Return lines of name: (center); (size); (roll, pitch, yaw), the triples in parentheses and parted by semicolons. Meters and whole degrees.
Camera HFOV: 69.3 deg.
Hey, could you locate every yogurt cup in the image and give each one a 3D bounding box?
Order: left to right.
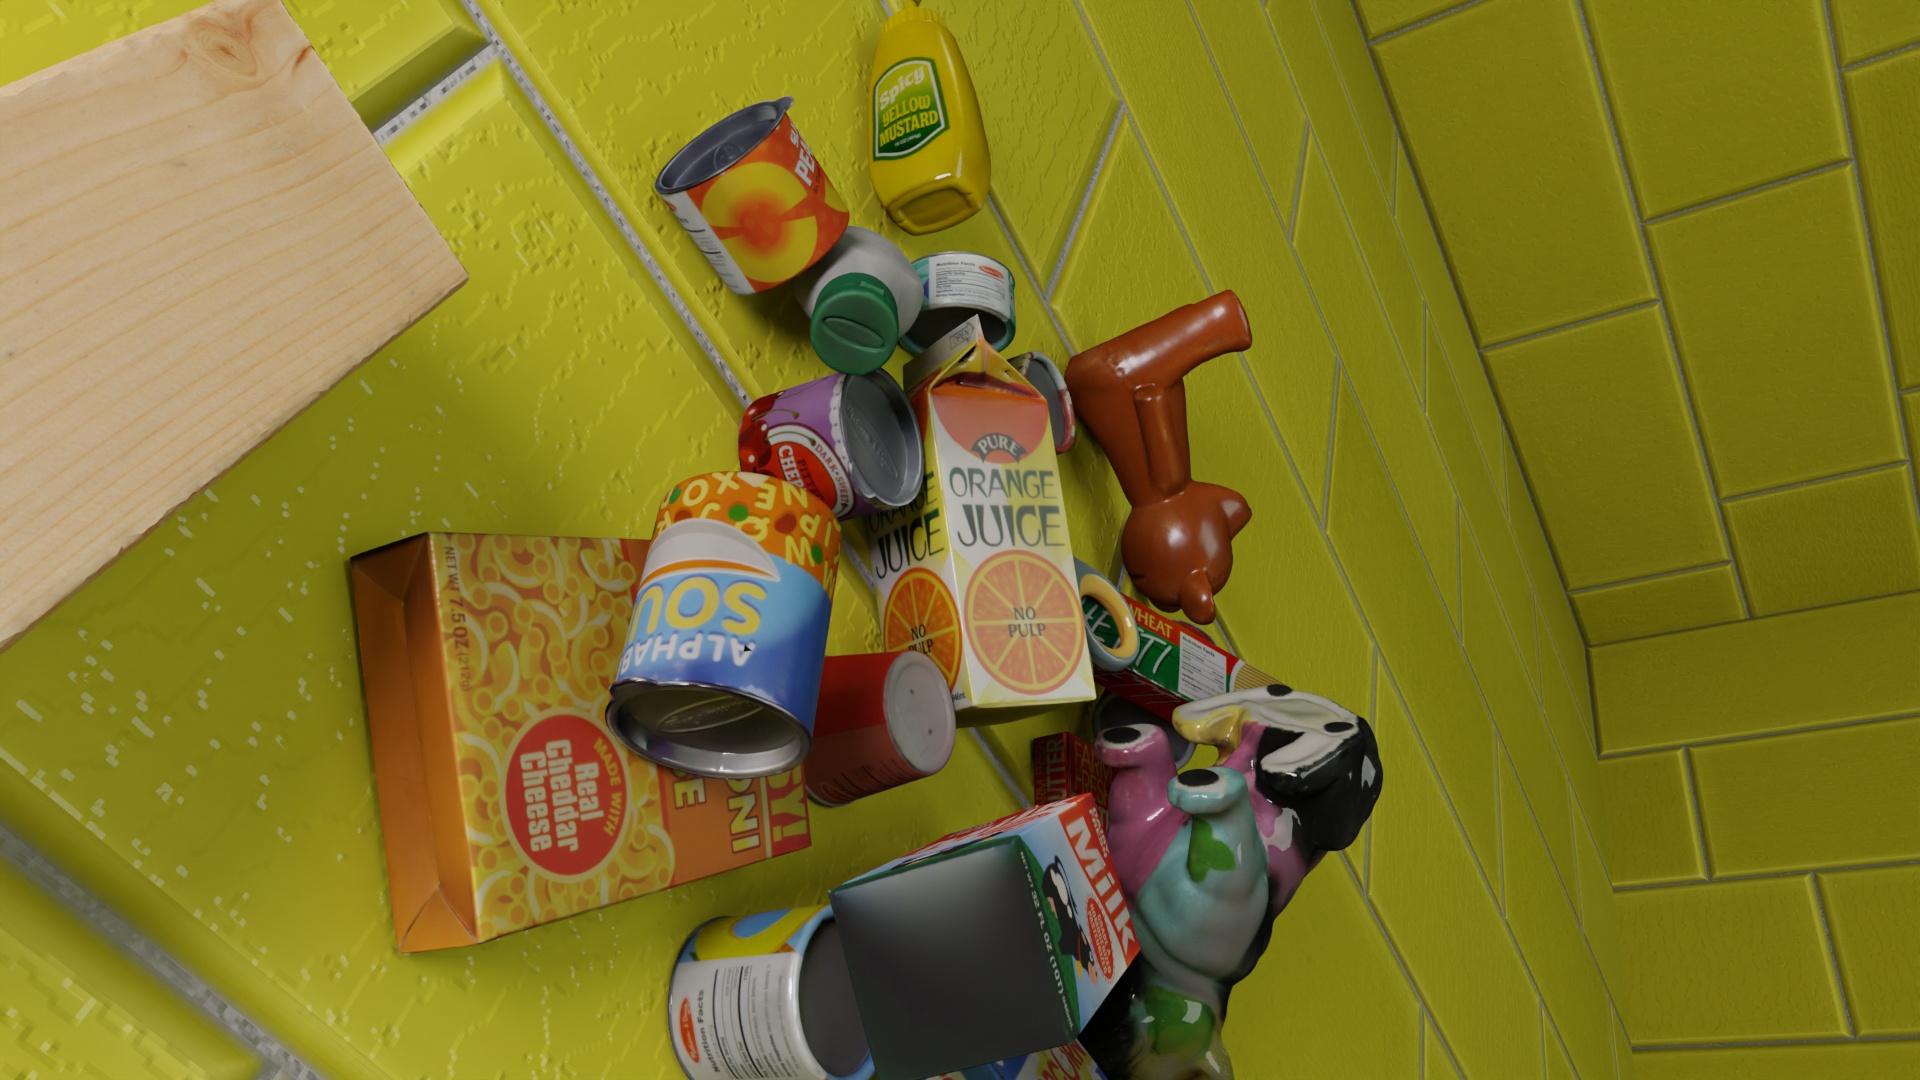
yogurt cup: (-0.038, 0.080, 0.610); (0.072, 0.054, 0.072); (33, 50, -50)

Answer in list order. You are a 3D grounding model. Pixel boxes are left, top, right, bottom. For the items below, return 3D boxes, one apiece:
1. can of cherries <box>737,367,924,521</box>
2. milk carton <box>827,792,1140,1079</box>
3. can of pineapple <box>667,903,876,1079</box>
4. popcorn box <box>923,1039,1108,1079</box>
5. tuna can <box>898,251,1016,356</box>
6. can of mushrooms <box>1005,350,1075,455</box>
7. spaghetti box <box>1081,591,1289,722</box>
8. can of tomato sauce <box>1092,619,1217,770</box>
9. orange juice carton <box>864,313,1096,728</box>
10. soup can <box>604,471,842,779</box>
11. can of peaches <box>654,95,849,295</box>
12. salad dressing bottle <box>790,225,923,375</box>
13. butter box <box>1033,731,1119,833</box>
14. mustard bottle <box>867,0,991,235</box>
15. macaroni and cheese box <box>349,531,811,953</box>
can of cherries: (-0.059, -0.040, 0.626); (0.071, 0.058, 0.072); (34, 50, -52)
milk carton: (0.021, 0.151, 0.563); (0.190, 0.073, 0.072); (16, 56, -73)
can of pineapple: (-0.064, 0.171, 0.518); (0.071, 0.058, 0.071); (35, 48, -50)
popcorn box: (0.028, 0.241, 0.597); (0.085, 0.038, 0.126); (51, 6, 11)
tuna can: (-0.004, -0.125, 0.759); (0.071, 0.071, 0.033); (30, 53, -52)
can of mushrooms: (0.041, -0.078, 0.845); (0.071, 0.033, 0.071); (35, 47, -50)
spaghetti box: (0.096, 0.061, 0.794); (0.250, 0.028, 0.050); (29, 49, -26)
can of tomato sauce: (0.124, 0.097, 0.877); (0.071, 0.071, 0.083); (65, 31, -17)
orange juice carton: (0.002, -0.009, 0.680); (0.073, 0.071, 0.193); (0, 74, -34)
soup can: (-0.079, 0.027, 0.465); (0.071, 0.071, 0.084); (45, 40, -43)
can of peaches: (-0.089, -0.152, 0.613); (0.058, 0.071, 0.071); (56, 34, -33)
salad dressing bottle: (-0.048, -0.110, 0.633); (0.064, 0.044, 0.148); (23, 18, -11)
butter box: (0.077, 0.151, 0.810); (0.103, 0.024, 0.053); (36, 48, -49)
mustard bottle: (-0.023, -0.252, 0.788); (0.048, 0.065, 0.161); (36, 41, -57)
macaroni and cheese box: (-0.122, 0.062, 0.485); (0.167, 0.040, 0.124); (3, 75, -60)
